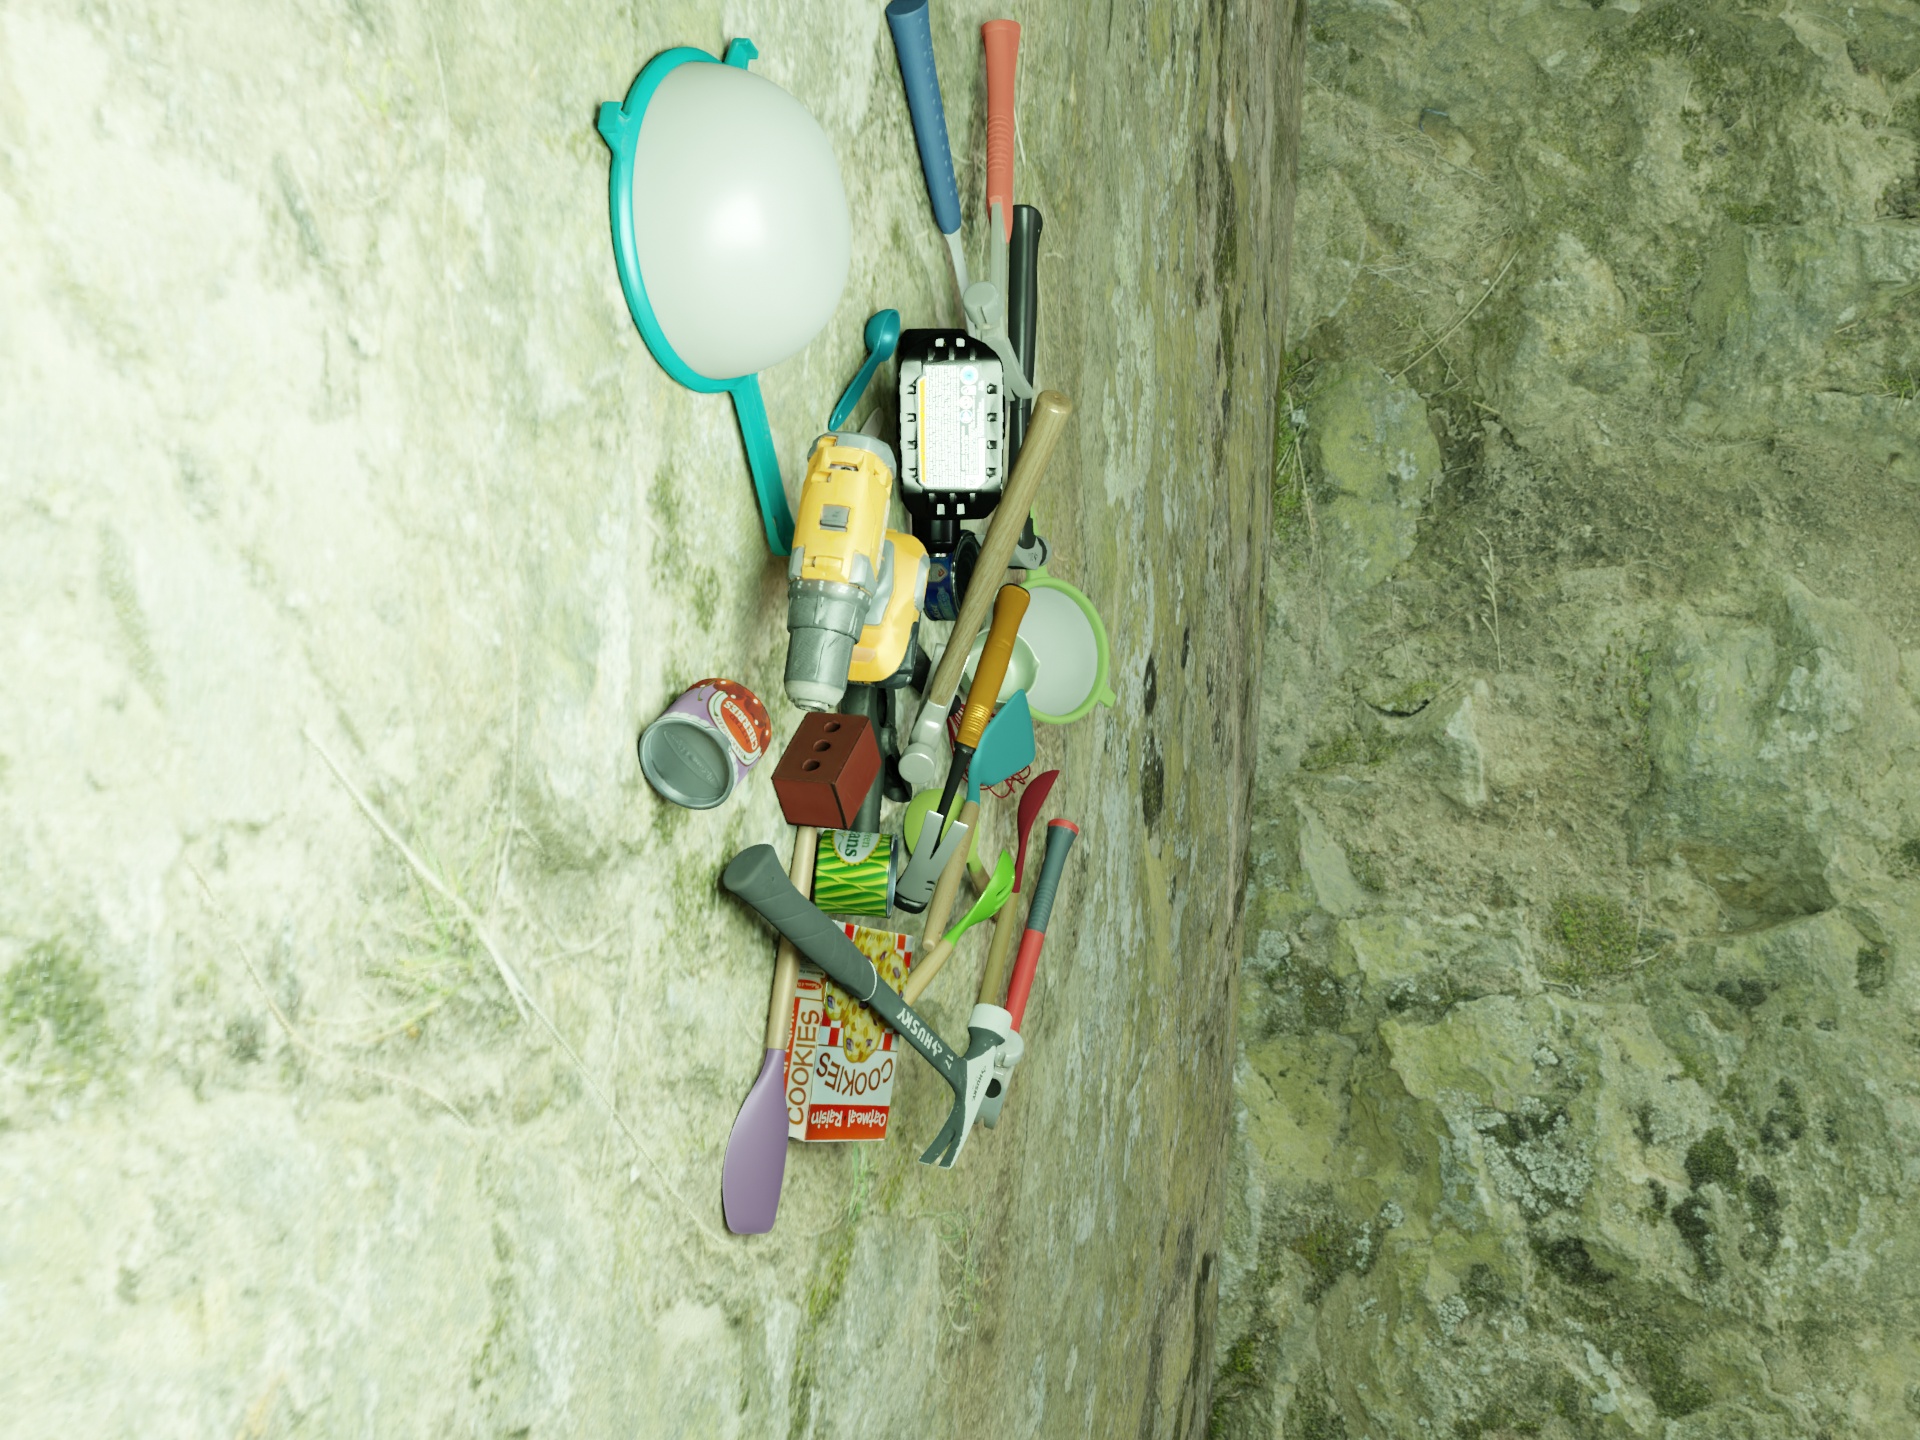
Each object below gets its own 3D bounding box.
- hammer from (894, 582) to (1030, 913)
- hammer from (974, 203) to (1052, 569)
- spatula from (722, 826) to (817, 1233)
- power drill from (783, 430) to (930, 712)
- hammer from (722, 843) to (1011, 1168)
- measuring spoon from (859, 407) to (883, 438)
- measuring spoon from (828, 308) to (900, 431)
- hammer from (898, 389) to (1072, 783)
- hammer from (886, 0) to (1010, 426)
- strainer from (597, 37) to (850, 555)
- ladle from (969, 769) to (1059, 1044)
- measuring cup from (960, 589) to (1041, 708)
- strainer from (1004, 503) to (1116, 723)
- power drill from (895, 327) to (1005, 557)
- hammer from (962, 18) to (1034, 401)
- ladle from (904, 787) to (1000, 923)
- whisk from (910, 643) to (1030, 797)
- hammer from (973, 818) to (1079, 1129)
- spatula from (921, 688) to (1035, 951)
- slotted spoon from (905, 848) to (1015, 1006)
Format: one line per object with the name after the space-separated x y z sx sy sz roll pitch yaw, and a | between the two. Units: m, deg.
0.011 0.000 1.359 0.127 0.034 0.337 115 -5 -50 | hammer
0.055 -0.308 1.486 0.146 0.035 0.334 -19 111 -70 | hammer
-0.136 0.219 1.185 0.059 0.018 0.316 21 71 -45 | spatula
-0.078 -0.081 1.130 0.226 0.084 0.185 72 26 -77 | power drill
-0.068 0.213 1.224 0.408 0.036 0.149 54 48 -47 | hammer
-0.083 -0.222 1.264 0.124 0.018 0.034 -68 154 -56 | measuring spoon
-0.082 -0.277 1.254 0.042 0.021 0.129 85 27 -58 | measuring spoon
0.019 -0.111 1.265 0.130 0.031 0.331 -77 -173 -57 | hammer
-0.006 -0.421 1.399 0.405 0.035 0.144 75 27 -42 | hammer
-0.116 -0.260 1.036 0.211 0.095 0.340 -60 146 -51 | strainer
0.048 0.195 1.605 0.069 0.031 0.315 -36 140 -73 | ladle
0.026 -0.091 1.543 0.038 0.083 0.168 138 -55 -62 | measuring cup
0.067 -0.120 1.630 0.151 0.069 0.256 -10 89 -38 | strainer
-0.015 -0.219 1.271 0.228 0.080 0.190 -112 -159 -78 | power drill
0.037 -0.469 1.414 0.149 0.037 0.359 56 33 -64 | hammer
0.006 0.149 1.555 0.320 0.062 0.078 67 31 -64 | ladle
-0.002 -0.005 1.466 0.295 0.073 0.073 49 48 -55 | whisk
0.073 0.256 1.727 0.387 0.038 0.143 -69 175 -48 | hammer
0.015 0.090 1.386 0.318 0.044 0.082 -71 155 -53 | spatula
-0.026 0.218 1.416 0.314 0.031 0.070 -46 159 -45 | slotted spoon
